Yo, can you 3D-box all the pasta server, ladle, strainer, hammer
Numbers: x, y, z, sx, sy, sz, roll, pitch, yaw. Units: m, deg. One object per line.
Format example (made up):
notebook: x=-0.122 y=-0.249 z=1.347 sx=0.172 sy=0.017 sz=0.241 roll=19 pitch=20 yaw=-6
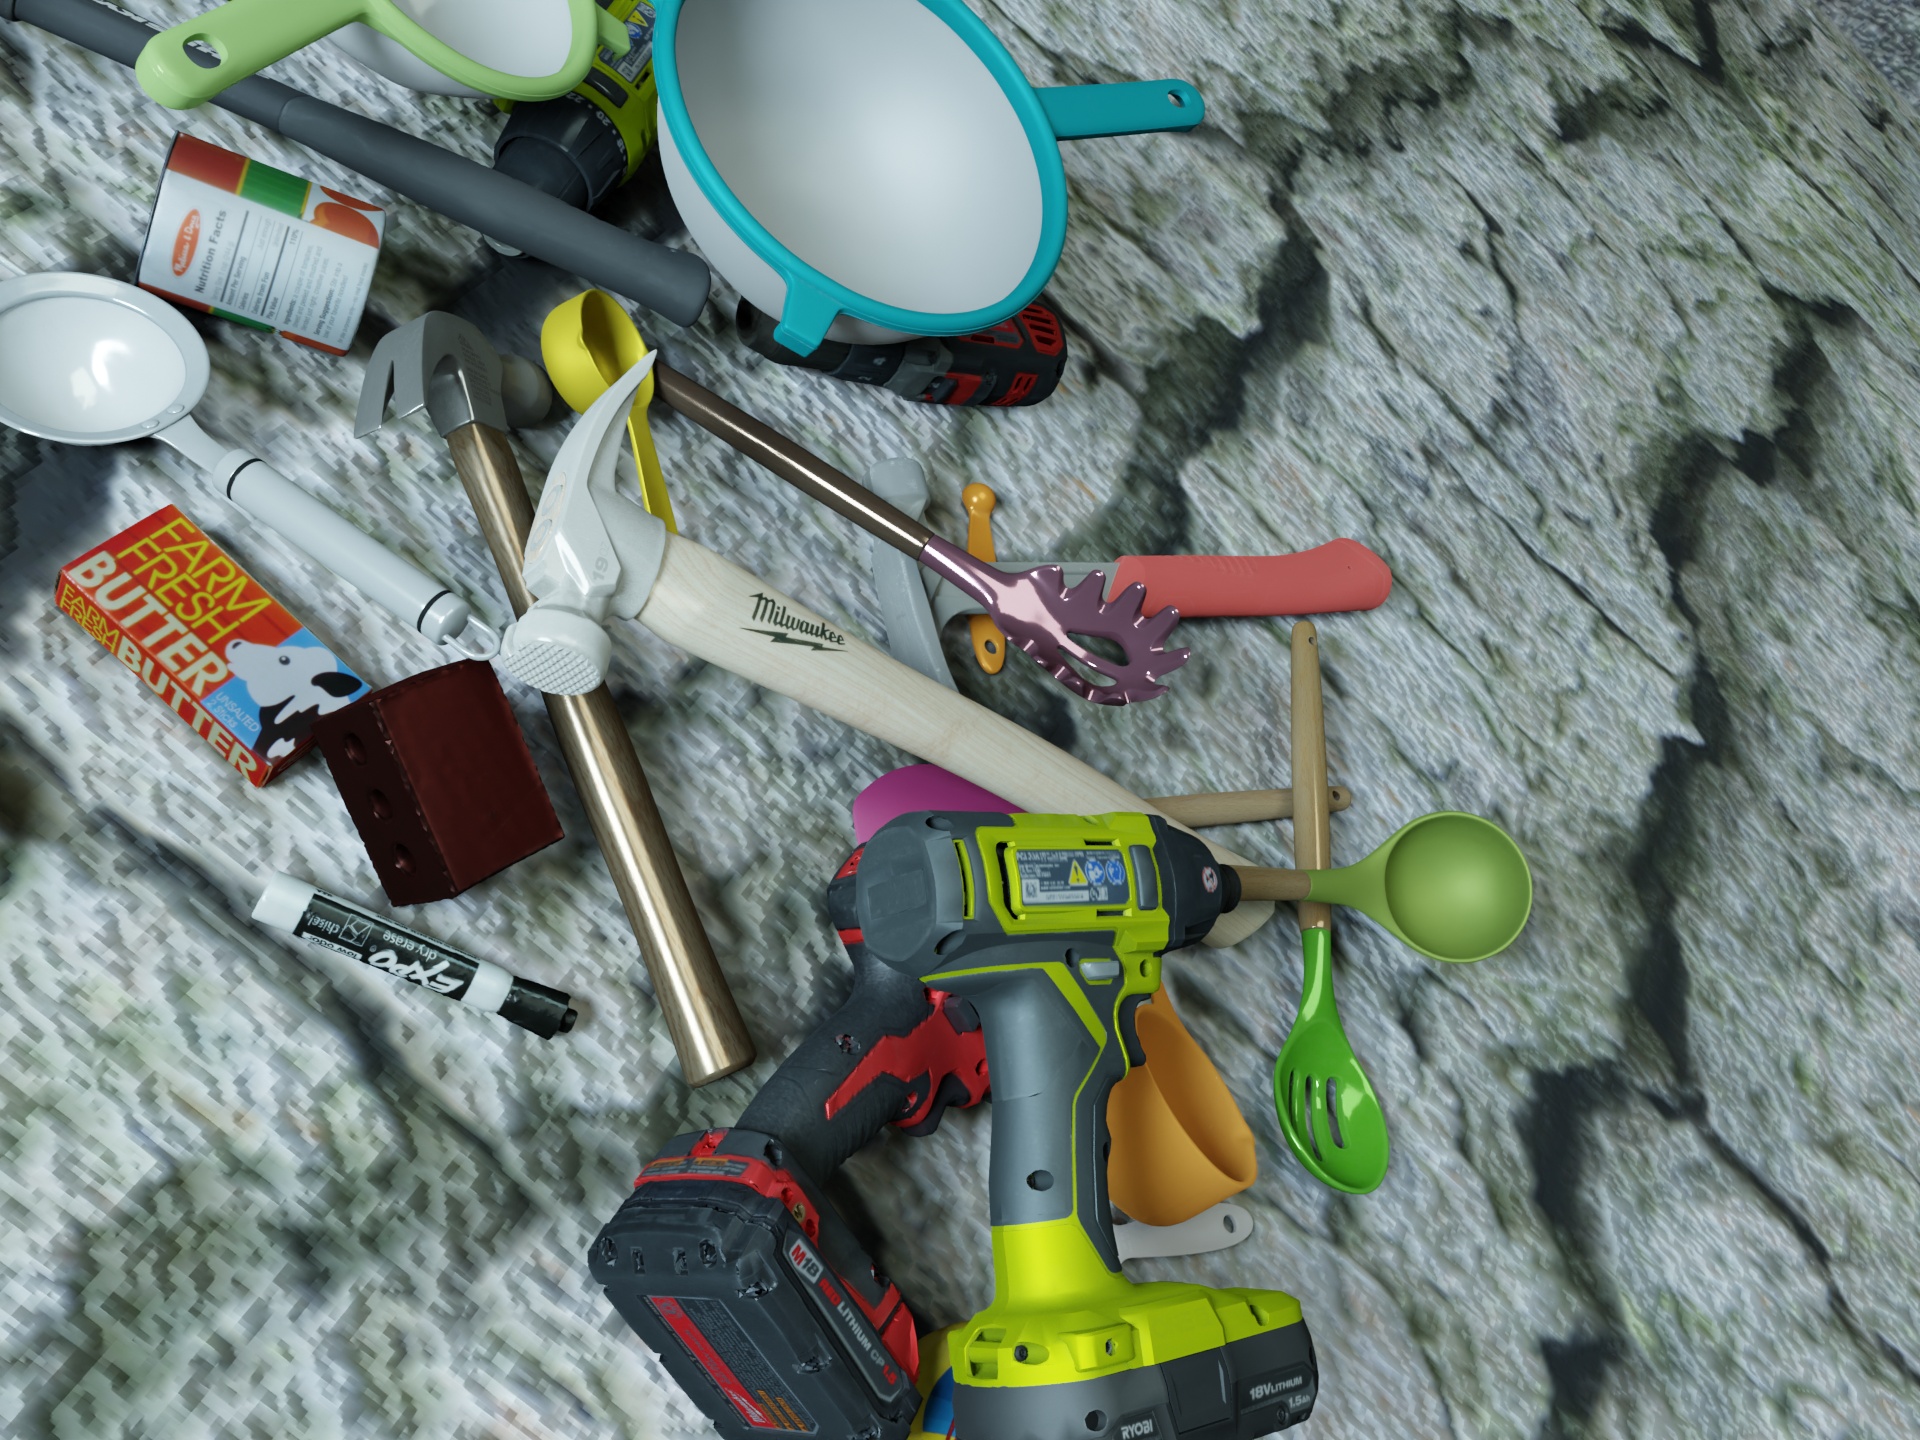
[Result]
pasta server: x=-0.037 y=-0.099 z=0.741 sx=0.316 sy=0.040 sz=0.060 roll=33 pitch=68 yaw=6
ladle: x=0.150 y=0.076 z=0.748 sx=0.320 sy=0.062 sz=0.078 roll=6 pitch=78 yaw=-35
strainer: x=-0.014 y=-0.275 z=0.788 sx=0.340 sy=0.095 sz=0.211 roll=-22 pitch=85 yaw=-39
strainer: x=-0.248 y=-0.283 z=0.635 sx=0.151 sy=0.069 sz=0.256 roll=49 pitch=39 yaw=-21
hammer: x=0.112 y=-0.064 z=0.867 sx=0.359 sy=0.036 sz=0.149 roll=-4 pitch=71 yaw=-37
hammer: x=-0.001 y=-0.002 z=0.705 sx=0.410 sy=0.038 sz=0.146 roll=29 pitch=53 yaw=-32
hammer: x=-0.156 y=-0.013 z=0.638 sx=0.331 sy=0.031 sz=0.130 roll=67 pitch=12 yaw=7
hammer: x=-0.263 y=-0.245 z=0.661 sx=0.334 sy=0.035 sz=0.146 roll=21 pitch=20 yaw=-18
strainer: x=-0.275 y=-0.093 z=0.592 sx=0.258 sy=0.050 sz=0.087 roll=34 pitch=48 yaw=7

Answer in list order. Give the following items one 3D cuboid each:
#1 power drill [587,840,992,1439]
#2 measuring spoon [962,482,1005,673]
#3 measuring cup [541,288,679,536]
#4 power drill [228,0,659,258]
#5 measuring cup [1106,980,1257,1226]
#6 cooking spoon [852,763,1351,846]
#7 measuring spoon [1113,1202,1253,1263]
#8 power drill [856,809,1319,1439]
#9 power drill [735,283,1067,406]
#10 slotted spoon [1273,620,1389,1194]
power drill: x=-0.031 y=0.157 z=0.612 sx=0.143 sy=0.078 sz=0.220 roll=60 pitch=39 yaw=-23
measuring spoon: x=0.014 y=-0.077 z=0.829 sx=0.021 sy=0.011 sz=0.117 roll=13 pitch=58 yaw=-28
measuring cup: x=-0.154 y=-0.117 z=0.724 sx=0.062 sy=0.029 sz=0.156 roll=-13 pitch=89 yaw=-71
power drill: x=-0.248 y=-0.339 z=0.763 sx=0.228 sy=0.080 sz=0.191 roll=33 pitch=55 yaw=-17
measuring cup: x=0.074 y=0.148 z=0.721 sx=0.095 sy=0.052 sz=0.174 roll=41 pitch=19 yaw=-34
cooking spoon: x=0.085 y=0.048 z=0.801 sx=0.318 sy=0.017 sz=0.069 roll=-2 pitch=70 yaw=-35
measuring spoon: x=0.084 y=0.229 z=0.703 sx=0.124 sy=0.018 sz=0.034 roll=7 pitch=60 yaw=-39
power drill: x=0.055 y=0.144 z=0.583 sx=0.171 sy=0.080 sz=0.223 roll=4 pitch=71 yaw=-38
power drill: x=-0.048 y=-0.275 z=0.863 sx=0.187 sy=0.080 sz=0.227 roll=-1 pitch=68 yaw=-34
slotted spoon: x=0.185 y=0.086 z=0.825 sx=0.070 sy=0.031 sz=0.314 roll=18 pitch=60 yaw=-26
